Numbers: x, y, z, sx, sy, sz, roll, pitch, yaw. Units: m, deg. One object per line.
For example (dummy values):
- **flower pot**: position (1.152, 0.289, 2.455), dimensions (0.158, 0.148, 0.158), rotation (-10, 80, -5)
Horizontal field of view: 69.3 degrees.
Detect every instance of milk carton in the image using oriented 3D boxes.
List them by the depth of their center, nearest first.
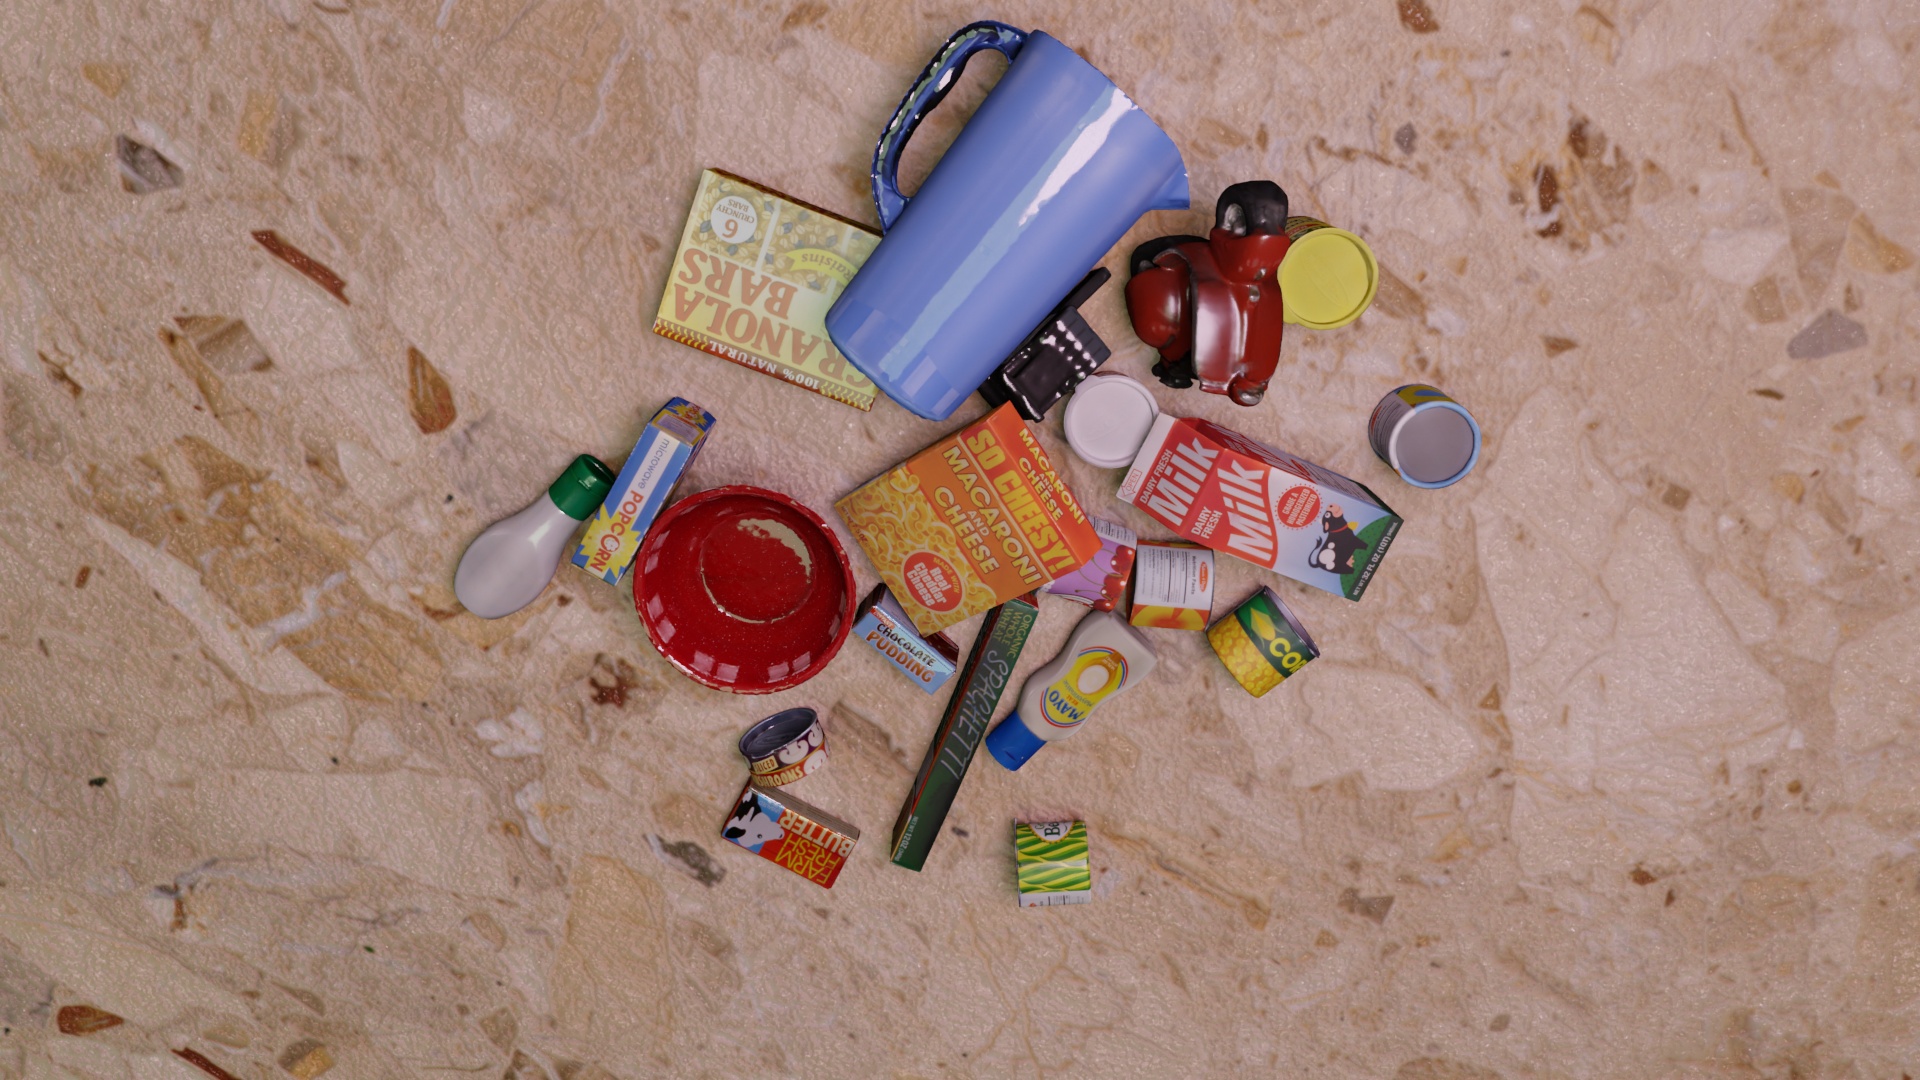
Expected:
- **milk carton**: position (0.211, -0.029, 1.001), dimensions (0.190, 0.074, 0.072), rotation (20, 108, -15)

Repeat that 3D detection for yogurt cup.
- **yogurt cup**: position (0.108, -0.092, 1.009), dimensions (0.072, 0.054, 0.072), rotation (0, 108, 2)

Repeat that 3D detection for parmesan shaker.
- **parmesan shaker**: position (0.237, -0.183, 0.949), dimensions (0.071, 0.103, 0.071), rotation (0, 108, 1)

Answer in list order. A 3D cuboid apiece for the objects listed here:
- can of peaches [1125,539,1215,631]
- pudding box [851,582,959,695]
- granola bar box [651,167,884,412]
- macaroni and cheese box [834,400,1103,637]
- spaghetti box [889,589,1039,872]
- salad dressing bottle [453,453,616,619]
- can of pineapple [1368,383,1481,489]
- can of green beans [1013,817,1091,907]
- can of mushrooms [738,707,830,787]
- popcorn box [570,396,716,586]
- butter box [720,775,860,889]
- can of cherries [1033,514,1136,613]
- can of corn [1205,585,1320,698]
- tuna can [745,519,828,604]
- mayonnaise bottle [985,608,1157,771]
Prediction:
- **can of peaches**: position (0.156, 0.035, 1.044), dimensions (0.058, 0.071, 0.071), rotation (4, 108, 0)
- **pudding box**: position (-0.041, 0.076, 1.069), dimensions (0.083, 0.050, 0.030), rotation (40, 106, -11)
- **granola bar box**: position (-0.121, -0.179, 0.995), dimensions (0.165, 0.039, 0.123), rotation (20, 106, -5)
- **macaroni and cheese box**: position (0.004, -0.013, 1.000), dimensions (0.166, 0.040, 0.123), rotation (-26, 101, 41)
- **spaghetti box**: position (0.001, 0.145, 1.091), dimensions (0.029, 0.050, 0.249), rotation (21, 107, -7)
- **salad dressing bottle**: position (-0.322, -0.003, 1.056), dimensions (0.147, 0.044, 0.064), rotation (-43, 100, 13)
- **can of pineapple**: position (0.338, -0.075, 1.005), dimensions (0.071, 0.058, 0.070), rotation (0, 108, 1)
- **can of green beans**: position (0.074, 0.260, 1.117), dimensions (0.058, 0.071, 0.071), rotation (-4, 108, 2)
- **can of mushrooms**: position (-0.139, 0.163, 1.090), dimensions (0.071, 0.071, 0.033), rotation (-18, 109, 7)
- **popcorn box**: position (-0.231, -0.038, 1.019), dimensions (0.038, 0.085, 0.126), rotation (31, 106, -9)
- **butter box**: position (-0.139, 0.240, 1.139), dimensions (0.103, 0.024, 0.053), rotation (28, 106, -7)
- **can of cherries**: position (0.093, 0.017, 1.038), dimensions (0.058, 0.072, 0.071), rotation (19, 108, -6)
- **can of corn**: position (0.230, 0.079, 1.052), dimensions (0.058, 0.071, 0.071), rotation (-39, 103, 14)
- **tuna can**: position (-0.126, 0.012, 1.060), dimensions (0.071, 0.033, 0.070), rotation (0, 108, 2)
- **mayonnaise bottle**: position (0.082, 0.120, 1.084), dimensions (0.064, 0.041, 0.148), rotation (41, 104, -13)
